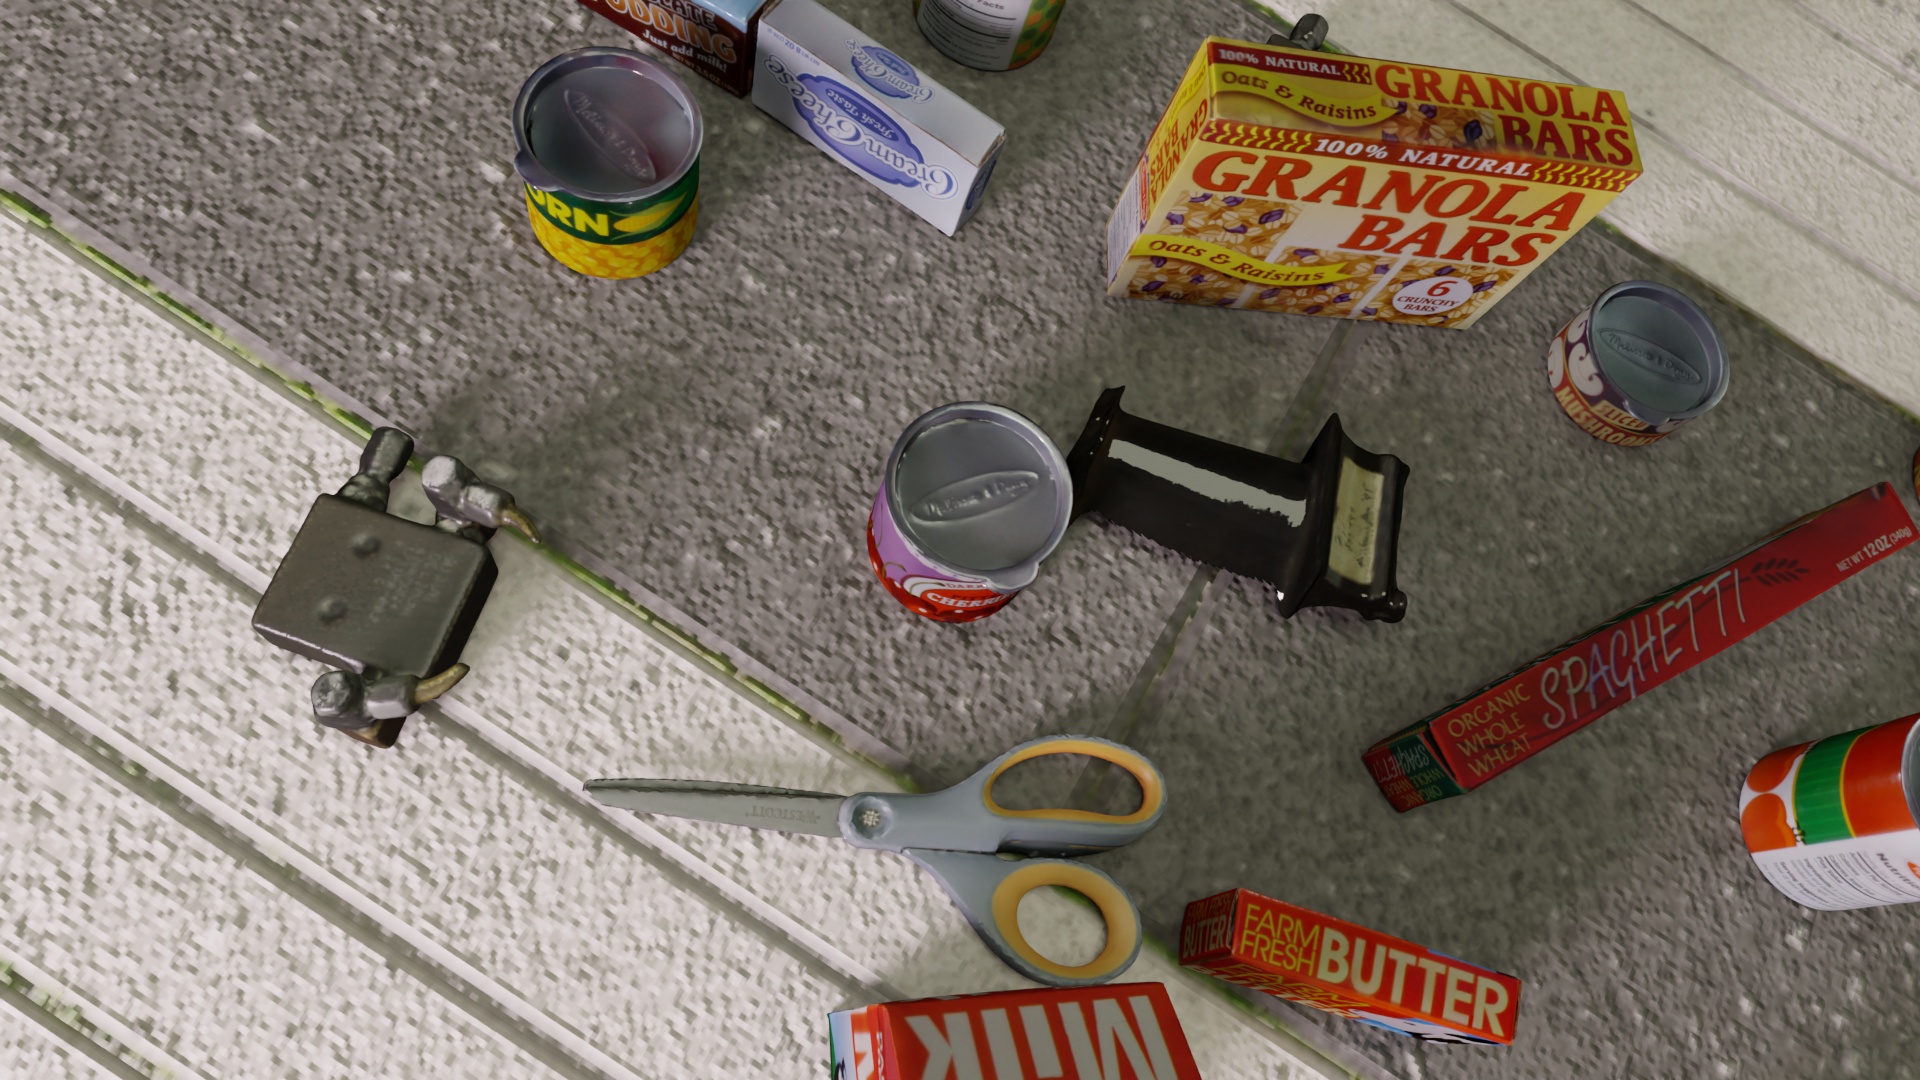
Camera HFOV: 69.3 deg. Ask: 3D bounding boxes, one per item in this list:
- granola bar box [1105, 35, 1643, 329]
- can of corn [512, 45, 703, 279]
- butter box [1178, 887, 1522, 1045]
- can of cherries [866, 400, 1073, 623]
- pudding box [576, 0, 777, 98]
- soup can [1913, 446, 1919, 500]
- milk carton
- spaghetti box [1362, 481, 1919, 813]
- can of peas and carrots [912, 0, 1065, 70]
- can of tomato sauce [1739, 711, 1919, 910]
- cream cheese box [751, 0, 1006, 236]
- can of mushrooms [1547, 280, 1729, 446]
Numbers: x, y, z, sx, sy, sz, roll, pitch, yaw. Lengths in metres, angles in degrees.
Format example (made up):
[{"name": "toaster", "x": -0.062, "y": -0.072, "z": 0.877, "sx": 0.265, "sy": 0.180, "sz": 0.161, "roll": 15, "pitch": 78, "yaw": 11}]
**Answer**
[{"name": "granola bar box", "x": 0.153, "y": -0.135, "z": 0.546, "sx": 0.166, "sy": 0.123, "sz": 0.039, "roll": 3, "pitch": 70, "yaw": -11}, {"name": "can of corn", "x": -0.133, "y": -0.139, "z": 0.522, "sx": 0.071, "sy": 0.058, "sz": 0.071, "roll": 4, "pitch": 70, "yaw": -11}, {"name": "butter box", "x": 0.131, "y": 0.147, "z": 0.476, "sx": 0.103, "sy": 0.053, "sz": 0.024, "roll": 19, "pitch": 68, "yaw": -5}, {"name": "can of cherries", "x": 0.002, "y": -0.006, "z": 0.502, "sx": 0.071, "sy": 0.058, "sz": 0.072, "roll": 4, "pitch": 70, "yaw": -11}, {"name": "pudding box", "x": -0.114, "y": -0.223, "z": 0.562, "sx": 0.084, "sy": 0.049, "sz": 0.030, "roll": 31, "pitch": 67, "yaw": 0}, {"name": "soup can", "x": 0.471, "y": -0.032, "z": 0.598, "sx": 0.071, "sy": 0.083, "sz": 0.071, "roll": 4, "pitch": 70, "yaw": -11}, {"name": "milk carton", "x": 0.009, "y": 0.159, "z": 0.371, "sx": 0.072, "sy": 0.189, "sz": 0.073, "roll": -1, "pitch": 71, "yaw": -12}, {"name": "spaghetti box", "x": 0.271, "y": 0.040, "z": 0.547, "sx": 0.251, "sy": 0.050, "sz": 0.029, "roll": -23, "pitch": 77, "yaw": -19}, {"name": "can of peas and carrots", "x": 0.017, "y": -0.247, "z": 0.594, "sx": 0.071, "sy": 0.058, "sz": 0.071, "roll": 4, "pitch": 70, "yaw": -11}, {"name": "can of tomato sauce", "x": 0.352, "y": 0.101, "z": 0.524, "sx": 0.071, "sy": 0.082, "sz": 0.071, "roll": 4, "pitch": 70, "yaw": -11}, {"name": "cream cheese box", "x": -0.034, "y": -0.170, "z": 0.558, "sx": 0.104, "sy": 0.053, "sz": 0.024, "roll": 34, "pitch": 67, "yaw": 2}, {"name": "can of mushrooms", "x": 0.292, "y": -0.074, "z": 0.602, "sx": 0.071, "sy": 0.033, "sz": 0.071, "roll": 4, "pitch": 70, "yaw": -11}]
